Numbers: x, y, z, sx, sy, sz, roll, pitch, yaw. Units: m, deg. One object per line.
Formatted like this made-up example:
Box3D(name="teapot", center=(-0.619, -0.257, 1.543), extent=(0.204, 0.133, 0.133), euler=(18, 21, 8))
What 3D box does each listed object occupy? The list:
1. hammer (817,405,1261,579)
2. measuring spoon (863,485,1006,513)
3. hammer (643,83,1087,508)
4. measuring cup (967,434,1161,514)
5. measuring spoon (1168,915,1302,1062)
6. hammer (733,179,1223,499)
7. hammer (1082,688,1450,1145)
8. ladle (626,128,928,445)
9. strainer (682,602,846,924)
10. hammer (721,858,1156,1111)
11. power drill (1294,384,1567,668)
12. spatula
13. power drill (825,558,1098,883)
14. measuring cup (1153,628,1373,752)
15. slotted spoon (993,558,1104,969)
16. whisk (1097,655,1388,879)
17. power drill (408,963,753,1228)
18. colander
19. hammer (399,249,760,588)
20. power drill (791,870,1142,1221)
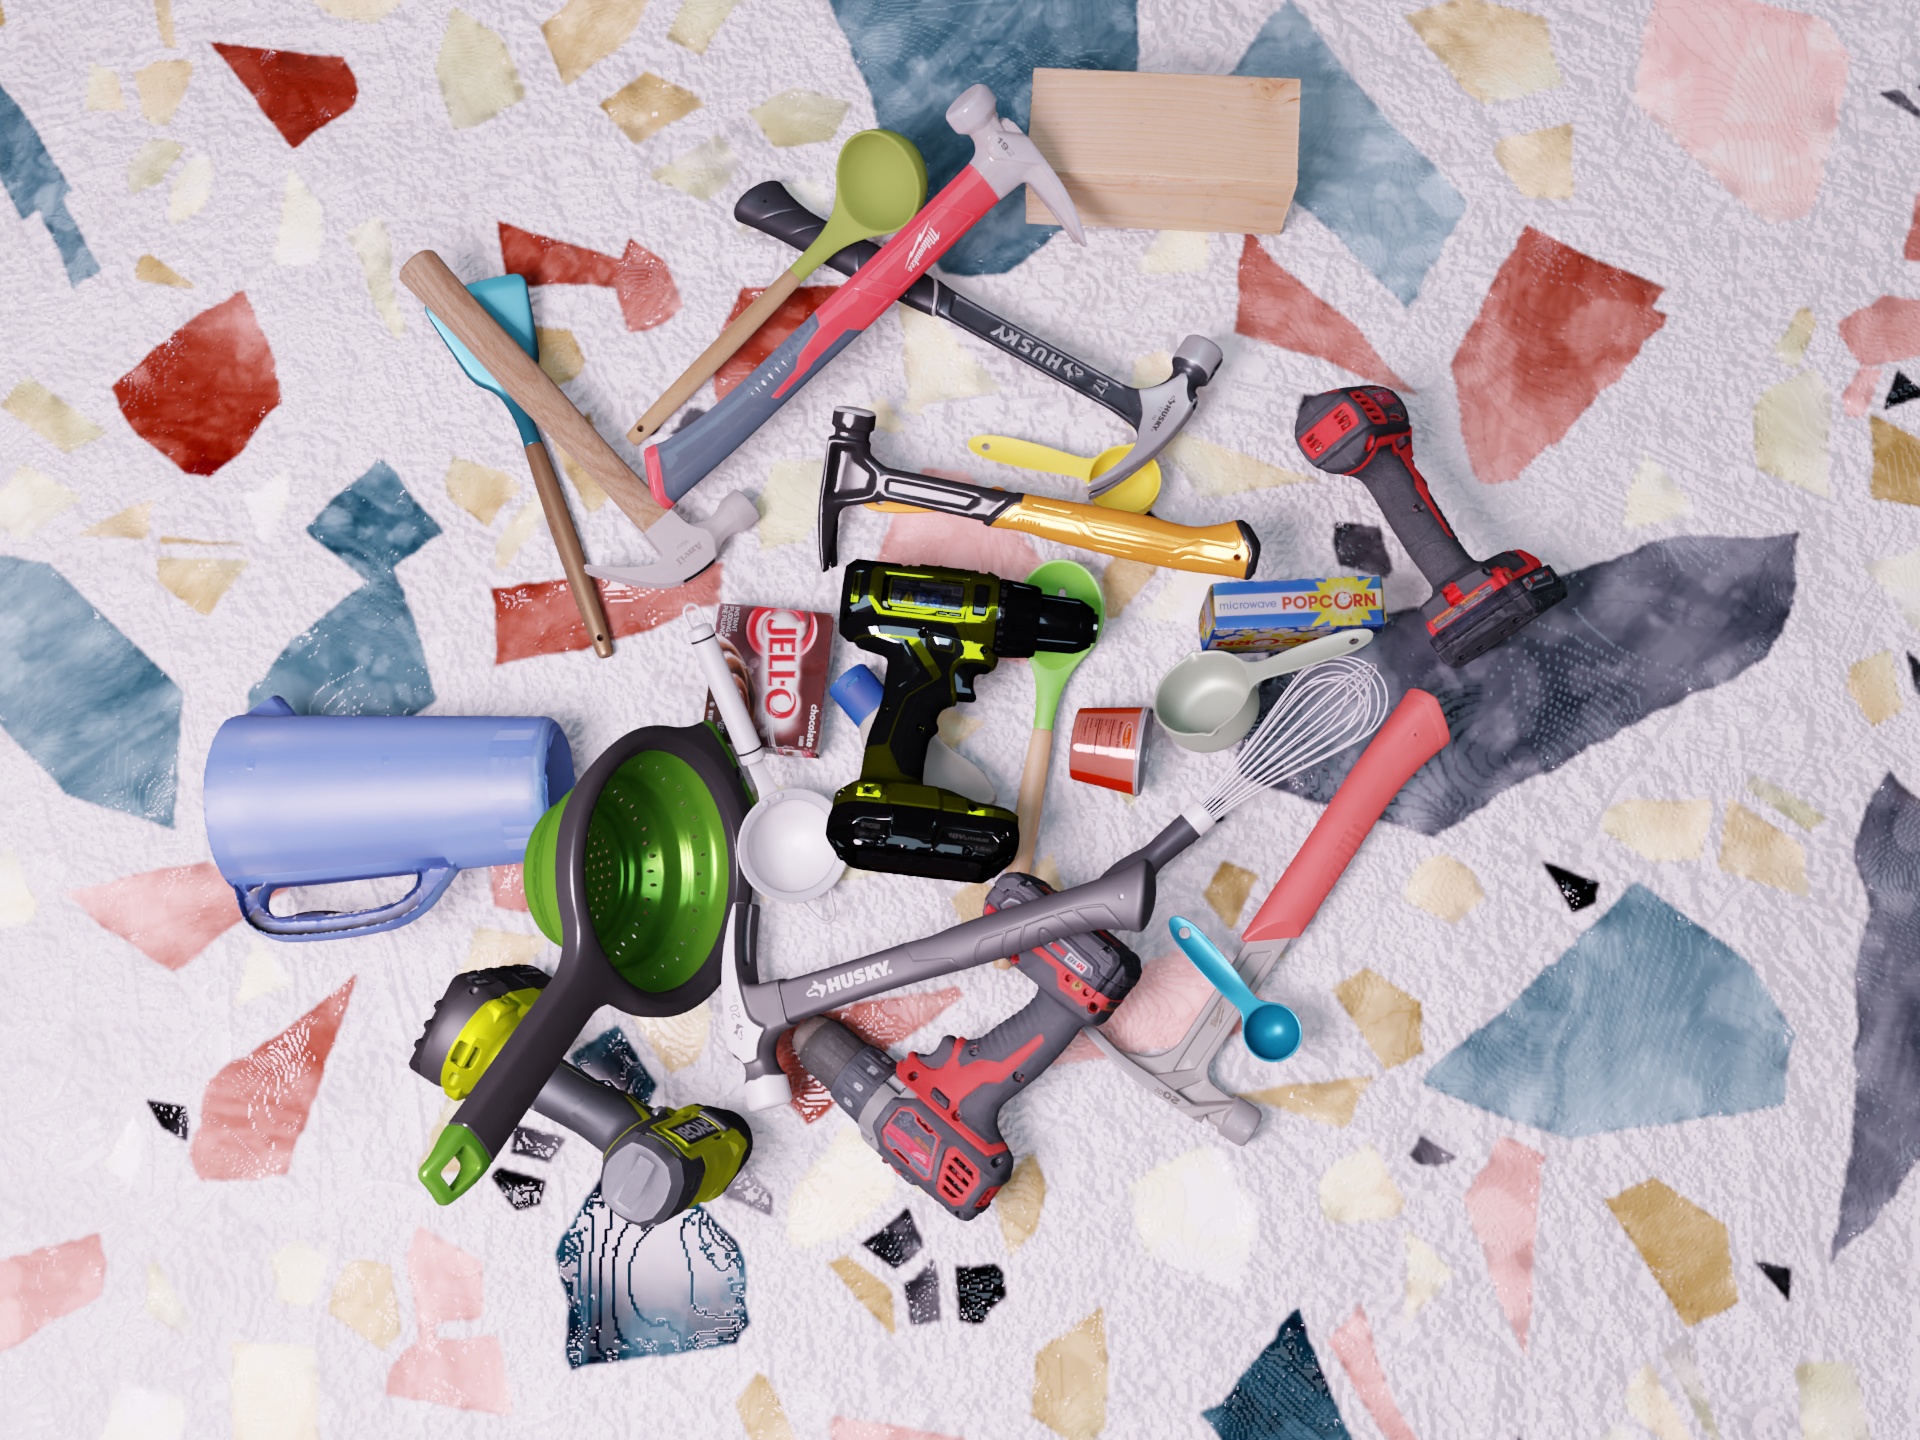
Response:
Box3D(name="hammer", center=(0.055, -0.146, 1.194), extent=(0.337, 0.034, 0.127), euler=(12, 105, 11))
Box3D(name="measuring spoon", center=(-0.020, -0.175, 1.256), extent=(0.117, 0.011, 0.021), euler=(-1, 80, 3))
Box3D(name="hammer", center=(-0.082, -0.291, 1.204), extent=(0.386, 0.038, 0.143), euler=(-43, 118, 4))
Box3D(name="measuring cup", center=(0.081, -0.197, 1.250), extent=(0.156, 0.029, 0.062), euler=(16, 78, 12))
Box3D(name="measuring spoon", center=(0.195, 0.192, 1.147), extent=(0.042, 0.021, 0.129), euler=(-40, 72, -2))
Box3D(name="hammer", center=(-0.006, -0.320, 1.255), extent=(0.409, 0.036, 0.149), euler=(31, 82, 12))
Box3D(name="hammer", center=(0.242, 0.125, 1.178), extent=(0.149, 0.036, 0.359), euler=(34, 84, 8))
Box3D(name="ladle", center=(-0.150, -0.331, 1.240), extent=(0.320, 0.062, 0.078), euler=(-43, 89, 9))
Box3D(name="strainer", center=(-0.151, 0.032, 1.178), extent=(0.087, 0.050, 0.258), euler=(-26, 104, -20))
Box3D(name="hammer", center=(-0.021, 0.158, 1.102), extent=(0.335, 0.035, 0.146), euler=(-21, 74, 20))
Box3D(name="power drill", center=(0.344, -0.154, 1.178), extent=(0.078, 0.143, 0.220), euler=(-40, 79, 33))
Box3D(name="spatula", center=(-0.334, -0.197, 1.260), extent=(0.082, 0.044, 0.317), euler=(-20, 81, -9))
Box3D(name="power drill", center=(-0.002, -0.004, 1.156), extent=(0.190, 0.080, 0.229), euler=(7, 71, -1))
Box3D(name="measuring cup", center=(0.226, -0.026, 1.169), extent=(0.167, 0.038, 0.083), euler=(-20, 47, 16))
Box3D(name="slotted spoon", center=(0.056, 0.032, 1.209), extent=(0.070, 0.031, 0.314), euler=(9, 82, 5))
Box3D(name="whisk", center=(0.201, 0.052, 1.183), extent=(0.284, 0.070, 0.070), euler=(-41, 81, 0))
Box3D(name="power drill", center=(-0.257, 0.263, 1.120), extent=(0.223, 0.171, 0.080), euler=(29, 94, 15))
Box3D(name="colander", center=(-0.269, 0.156, 1.073), extent=(0.094, 0.204, 0.397), euler=(-5, 34, 27))
Box3D(name="hammer", center=(-0.316, -0.236, 1.241), extent=(0.130, 0.031, 0.331), euler=(-43, 89, -12))
Box3D(name="power drill", center=(0.001, 0.216, 1.142), extent=(0.188, 0.080, 0.226), euler=(37, 93, 20))
